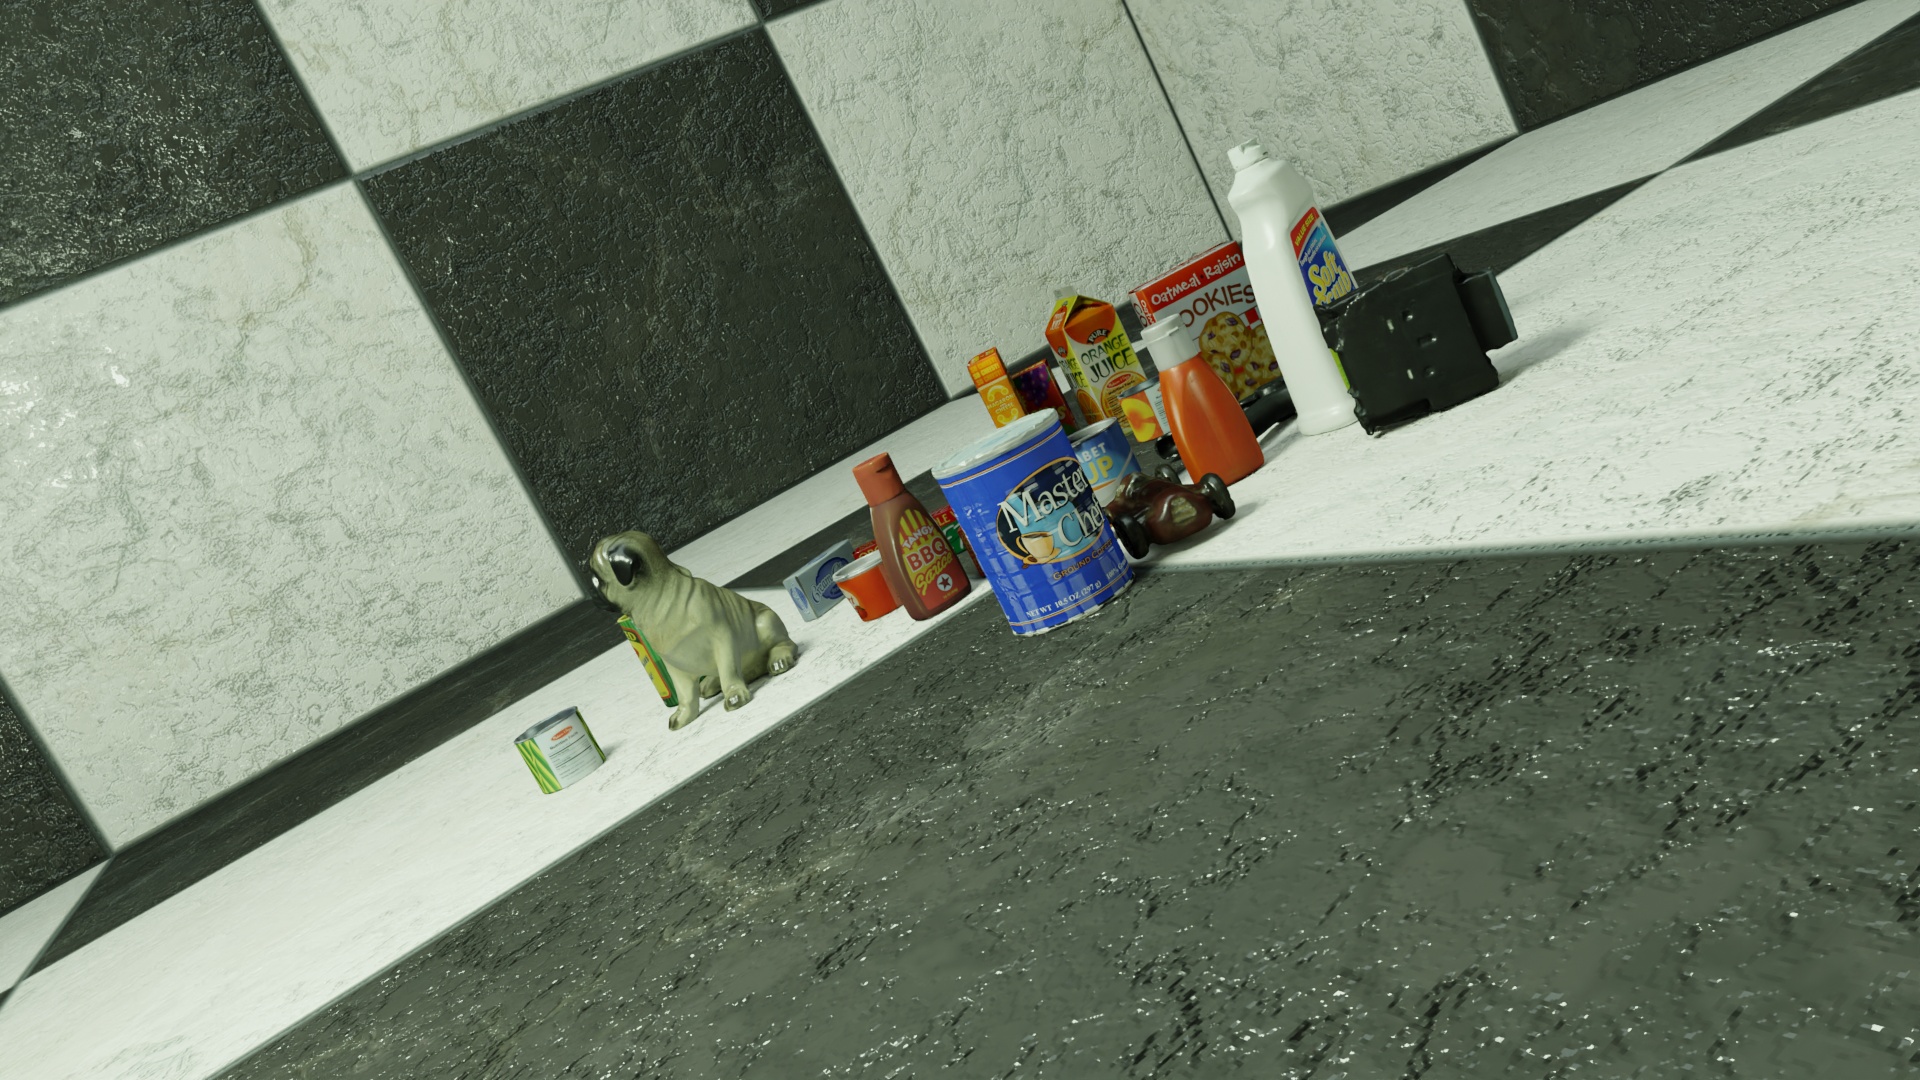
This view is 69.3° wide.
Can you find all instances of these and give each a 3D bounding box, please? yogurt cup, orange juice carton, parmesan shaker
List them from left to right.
[{"bbox_3d":[-0.296,0.111,1.419,0.071,0.103,0.071,-26,9,5],"label":"parmesan shaker"},{"bbox_3d":[-0.084,0.044,1.361,0.072,0.054,0.072,-26,9,5],"label":"yogurt cup"},{"bbox_3d":[0.166,-0.221,1.692,0.073,0.192,0.072,-29,9,-11],"label":"orange juice carton"}]

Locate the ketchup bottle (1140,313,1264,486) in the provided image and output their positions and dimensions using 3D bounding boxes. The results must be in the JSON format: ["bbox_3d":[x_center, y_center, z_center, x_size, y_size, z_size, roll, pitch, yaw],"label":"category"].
[{"bbox_3d":[0.201,-0.118,1.178,0.065,0.148,0.043,-29,9,-13],"label":"ketchup bottle"}]

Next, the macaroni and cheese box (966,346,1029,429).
[{"bbox_3d":[0.060,-0.140,1.616,0.040,0.166,0.124,-26,9,6],"label":"macaroni and cheese box"}]

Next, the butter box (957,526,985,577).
[{"bbox_3d":[0.029,-0.006,1.328,0.024,0.053,0.104,-23,10,20],"label":"butter box"}]

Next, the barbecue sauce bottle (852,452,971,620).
[{"bbox_3d":[-0.048,-0.006,1.244,0.065,0.148,0.043,-32,11,-31],"label":"barbecue sauce bottle"}]

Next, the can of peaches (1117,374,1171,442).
[{"bbox_3d":[0.219,-0.151,1.578,0.071,0.058,0.071,-26,9,5],"label":"can of peaches"}]

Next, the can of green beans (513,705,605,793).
[{"bbox_3d":[-0.378,0.198,1.312,0.071,0.057,0.071,-26,9,5],"label":"can of green beans"}]

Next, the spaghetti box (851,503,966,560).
[{"bbox_3d":[0.005,-0.018,1.467,0.250,0.050,0.029,-26,9,6],"label":"spaghetti box"}]

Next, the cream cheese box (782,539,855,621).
[{"bbox_3d":[-0.147,0.044,1.533,0.024,0.053,0.104,-20,12,38],"label":"cream cheese box"}]

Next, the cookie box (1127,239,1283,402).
[{"bbox_3d":[0.265,-0.212,1.454,0.123,0.167,0.040,-29,9,-15],"label":"cookie box"}]

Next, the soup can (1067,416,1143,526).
[{"bbox_3d":[0.128,-0.059,1.252,0.071,0.083,0.071,-26,9,5],"label":"soup can"}]

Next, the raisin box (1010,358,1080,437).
[{"bbox_3d":[0.093,-0.148,1.703,0.086,0.123,0.040,-25,9,12],"label":"raisin box"}]
